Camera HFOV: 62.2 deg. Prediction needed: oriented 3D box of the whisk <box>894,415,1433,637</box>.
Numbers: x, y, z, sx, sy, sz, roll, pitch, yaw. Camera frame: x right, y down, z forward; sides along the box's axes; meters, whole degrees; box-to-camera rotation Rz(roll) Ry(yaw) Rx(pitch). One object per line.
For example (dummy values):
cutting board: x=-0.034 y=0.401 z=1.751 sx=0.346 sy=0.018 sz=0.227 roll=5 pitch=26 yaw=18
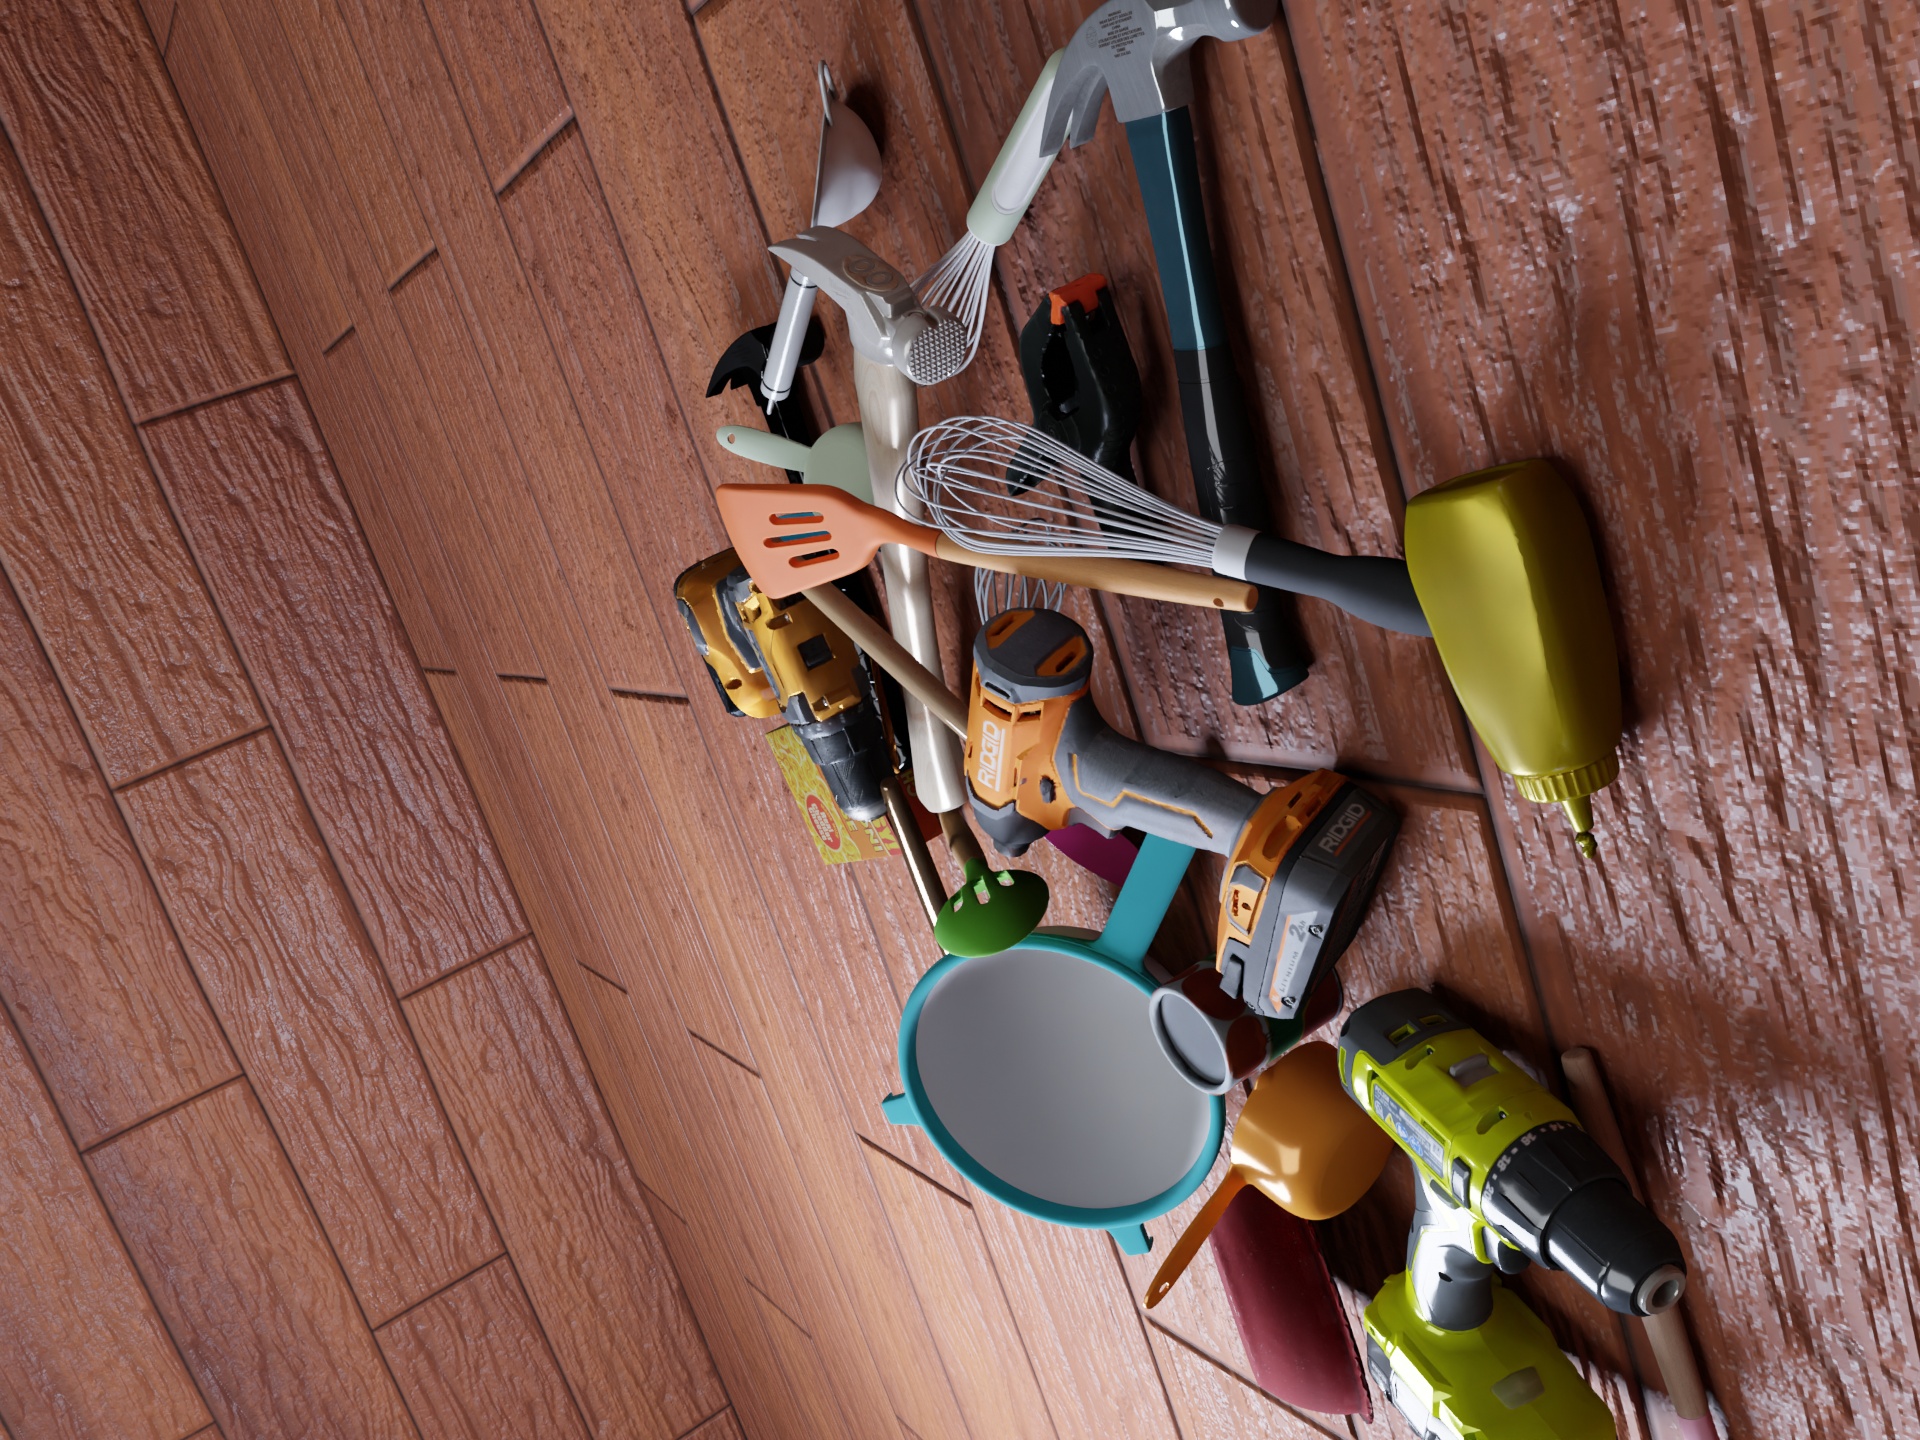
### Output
whisk: x=0.096 y=-0.085 z=0.719 sx=0.285 sy=0.070 sz=0.070 roll=19 pitch=133 yaw=24

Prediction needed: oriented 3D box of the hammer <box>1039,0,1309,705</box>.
hammer: x=0.113 y=-0.157 z=0.723 sx=0.128 sy=0.033 sz=0.330 roll=14 pitch=126 yaw=51

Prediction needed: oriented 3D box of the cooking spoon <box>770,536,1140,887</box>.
cooking spoon: x=-0.002 y=-0.003 z=0.962 sx=0.318 sy=0.017 sz=0.069 roll=42 pitch=152 yaw=-9

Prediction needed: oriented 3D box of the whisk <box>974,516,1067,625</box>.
whisk: x=0.030 y=-0.036 z=0.976 sx=0.055 sy=0.055 sz=0.238 roll=50 pitch=155 yaw=26

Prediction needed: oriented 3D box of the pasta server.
pasta server: x=0.326 y=0.299 z=0.737 sx=0.316 sy=0.040 sz=0.060 roll=70 pitch=164 yaw=-8

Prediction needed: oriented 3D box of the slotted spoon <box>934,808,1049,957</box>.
slotted spoon: x=0.005 y=0.089 z=1.014 sx=0.031 sy=0.070 sz=0.314 roll=64 pitch=178 yaw=-9

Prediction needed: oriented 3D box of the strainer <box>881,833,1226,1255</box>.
strainer: x=0.093 y=0.156 z=0.981 sx=0.211 sy=0.095 sz=0.340 roll=26 pitch=119 yaw=11

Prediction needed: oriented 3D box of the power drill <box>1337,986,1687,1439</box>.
power drill: x=0.258 y=0.263 z=0.755 sx=0.191 sy=0.080 sz=0.228 roll=-135 pitch=30 yaw=-57

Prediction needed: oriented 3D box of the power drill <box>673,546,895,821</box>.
power drill: x=-0.116 y=-0.032 z=1.089 sx=0.185 sy=0.084 sz=0.226 roll=67 pitch=165 yaw=-16

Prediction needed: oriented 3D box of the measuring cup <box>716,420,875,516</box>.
measuring cup: x=-0.103 y=-0.166 z=1.034 sx=0.168 sy=0.038 sz=0.083 roll=20 pitch=112 yaw=26

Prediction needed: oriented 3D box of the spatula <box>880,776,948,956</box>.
spatula: x=-0.013 y=0.166 z=1.090 sx=0.082 sy=0.044 sz=0.317 roll=52 pitch=164 yaw=53

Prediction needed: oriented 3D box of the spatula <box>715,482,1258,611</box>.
spatula: x=0.005 y=-0.082 z=0.825 sx=0.323 sy=0.041 sz=0.080 roll=14 pitch=140 yaw=37

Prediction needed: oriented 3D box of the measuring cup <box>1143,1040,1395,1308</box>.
measuring cup: x=0.167 y=0.253 z=0.843 sx=0.052 sy=0.173 sz=0.095 roll=28 pitch=162 yaw=43

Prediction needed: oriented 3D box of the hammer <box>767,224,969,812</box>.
hammer: x=-0.037 y=-0.096 z=0.965 sx=0.146 sy=0.038 sz=0.410 roll=45 pitch=154 yaw=37

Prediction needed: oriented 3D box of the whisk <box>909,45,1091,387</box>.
whisk: x=0.011 y=-0.249 z=0.820 sx=0.246 sy=0.057 sz=0.059 roll=130 pitch=155 yaw=-57

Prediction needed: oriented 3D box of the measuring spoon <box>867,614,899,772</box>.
measuring spoon: x=-0.050 y=-0.019 z=1.071 sx=0.021 sy=0.011 sz=0.117 roll=64 pitch=-166 yaw=-68

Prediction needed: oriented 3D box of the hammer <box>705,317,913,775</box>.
hammer: x=-0.093 y=-0.115 z=1.135 sx=0.146 sy=0.035 sz=0.334 roll=6 pitch=118 yaw=59

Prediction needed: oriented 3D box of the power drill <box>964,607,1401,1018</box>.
power drill: x=0.098 y=0.055 z=0.828 sx=0.227 sy=0.084 sz=0.164 roll=31 pitch=141 yaw=23

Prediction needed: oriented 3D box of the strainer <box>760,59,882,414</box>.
strainer: x=-0.088 y=-0.275 z=0.952 sx=0.258 sy=0.050 sz=0.087 roll=118 pitch=161 yaw=-52

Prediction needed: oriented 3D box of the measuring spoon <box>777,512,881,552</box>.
measuring spoon: x=-0.077 y=-0.131 z=1.065 sx=0.129 sy=0.021 sz=0.042 roll=2 pitch=102 yaw=36
